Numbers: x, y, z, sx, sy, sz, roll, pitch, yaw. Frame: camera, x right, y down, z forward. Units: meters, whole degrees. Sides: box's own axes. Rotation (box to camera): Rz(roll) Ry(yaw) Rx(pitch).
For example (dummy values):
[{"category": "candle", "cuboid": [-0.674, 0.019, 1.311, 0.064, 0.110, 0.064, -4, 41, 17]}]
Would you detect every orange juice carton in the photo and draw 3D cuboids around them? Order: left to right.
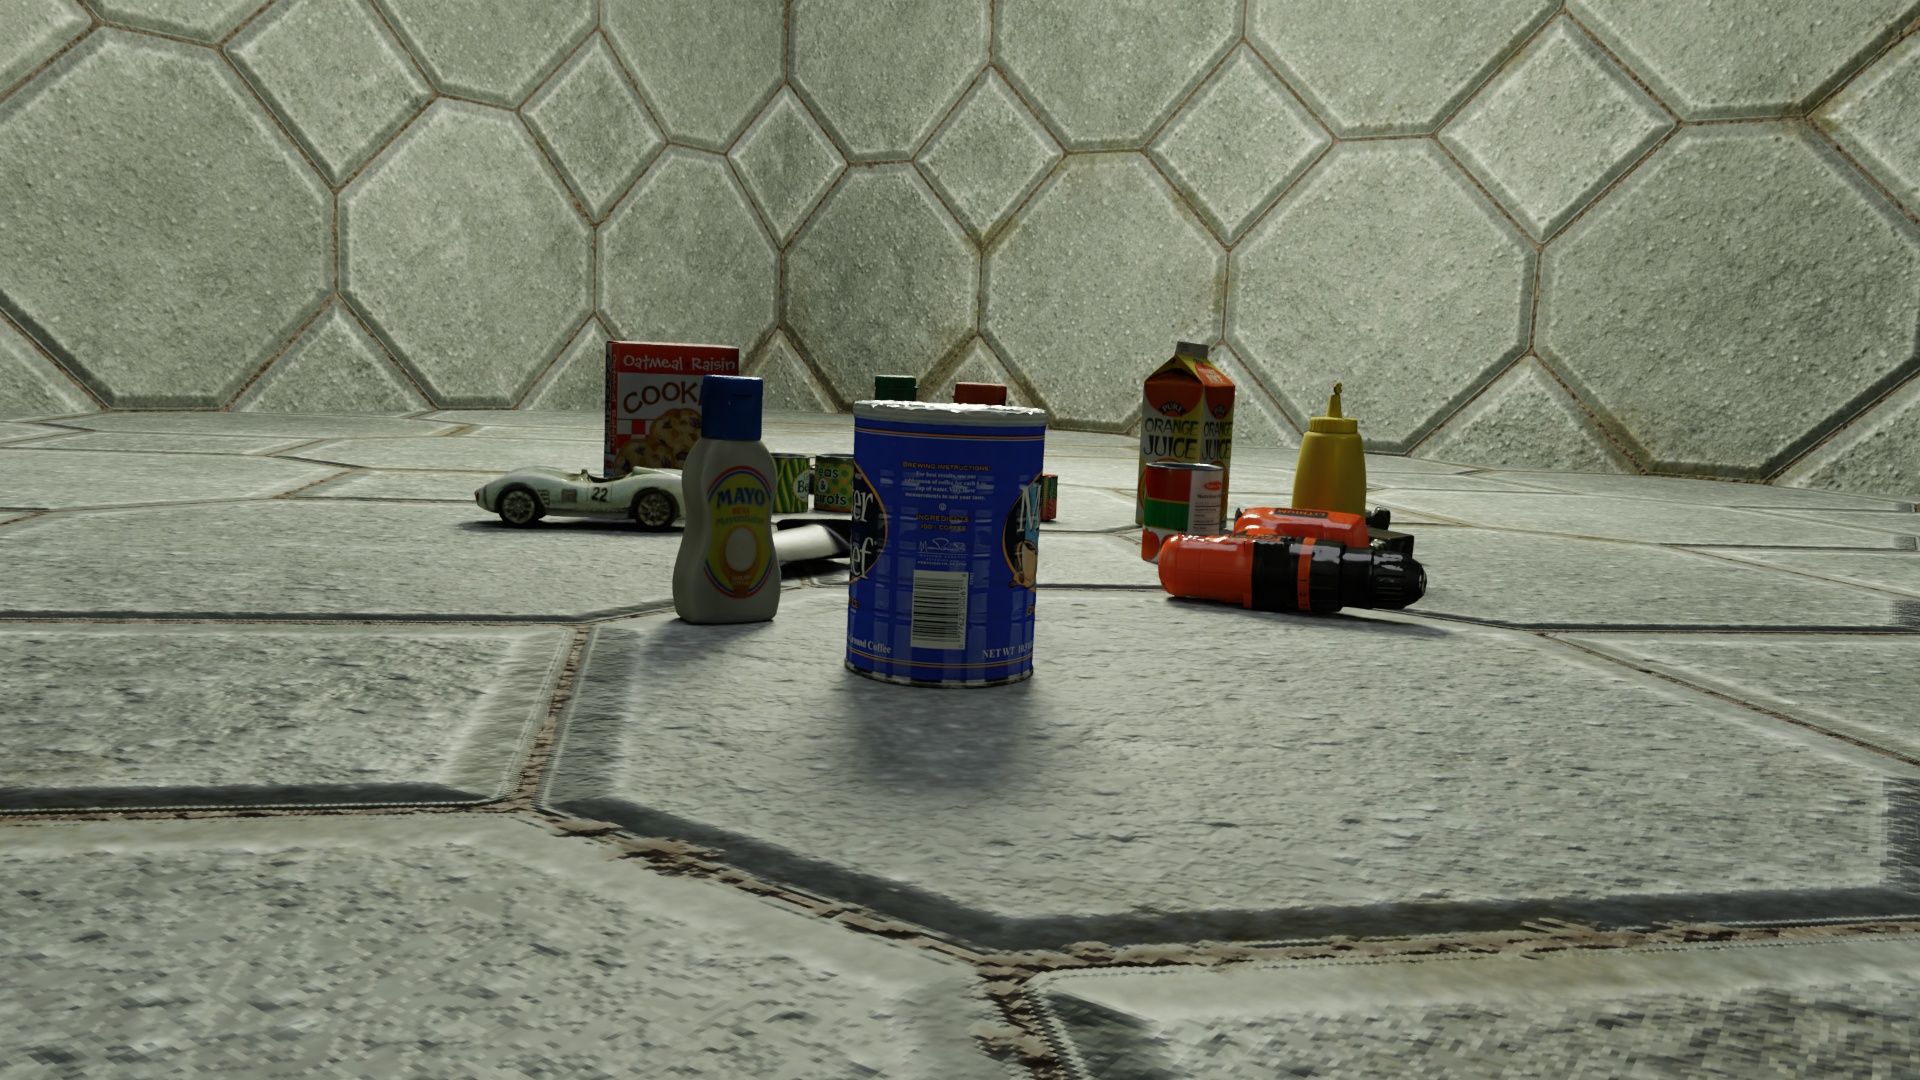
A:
[{"category": "orange juice carton", "cuboid": [0.235, -0.109, 1.438, 0.073, 0.192, 0.072, 8, 9, 37]}]

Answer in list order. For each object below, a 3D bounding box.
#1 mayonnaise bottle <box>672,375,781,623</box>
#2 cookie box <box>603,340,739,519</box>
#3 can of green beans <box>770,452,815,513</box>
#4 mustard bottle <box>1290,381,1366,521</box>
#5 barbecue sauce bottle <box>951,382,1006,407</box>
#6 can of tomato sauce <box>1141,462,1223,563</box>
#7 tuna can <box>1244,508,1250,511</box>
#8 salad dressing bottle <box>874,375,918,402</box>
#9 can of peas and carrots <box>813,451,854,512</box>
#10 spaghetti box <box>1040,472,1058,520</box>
[{"category": "mayonnaise bottle", "cuboid": [-0.140, -0.025, 0.841, 0.065, 0.147, 0.041, -2, 8, -31]}, {"category": "cookie box", "cuboid": [-0.279, -0.107, 1.338, 0.123, 0.167, 0.040, -2, 8, -33]}, {"category": "can of green beans", "cuboid": [-0.189, -0.060, 1.438, 0.071, 0.057, 0.071, 3, 7, 0]}, {"category": "mustard bottle", "cuboid": [0.312, -0.054, 1.173, 0.065, 0.160, 0.049, -3, 9, -41]}, {"category": "barbecue sauce bottle", "cuboid": [0.010, -0.036, 0.972, 0.043, 0.148, 0.065, 5, 7, 19]}, {"category": "can of tomato sauce", "cuboid": [0.189, -0.024, 1.196, 0.071, 0.083, 0.071, 3, 7, 0]}, {"category": "tuna can", "cuboid": [0.307, -0.012, 1.338, 0.071, 0.032, 0.071, 3, 7, 0]}, {"category": "salad dressing bottle", "cuboid": [-0.059, -0.071, 1.218, 0.044, 0.147, 0.064, 4, 7, 9]}, {"category": "can of peas and carrots", "cuboid": [-0.124, -0.062, 1.467, 0.071, 0.058, 0.071, 3, 7, 0]}, {"category": "spaghetti box", "cuboid": [-0.006, -0.058, 1.514, 0.250, 0.050, 0.029, 7, 8, 33]}]
